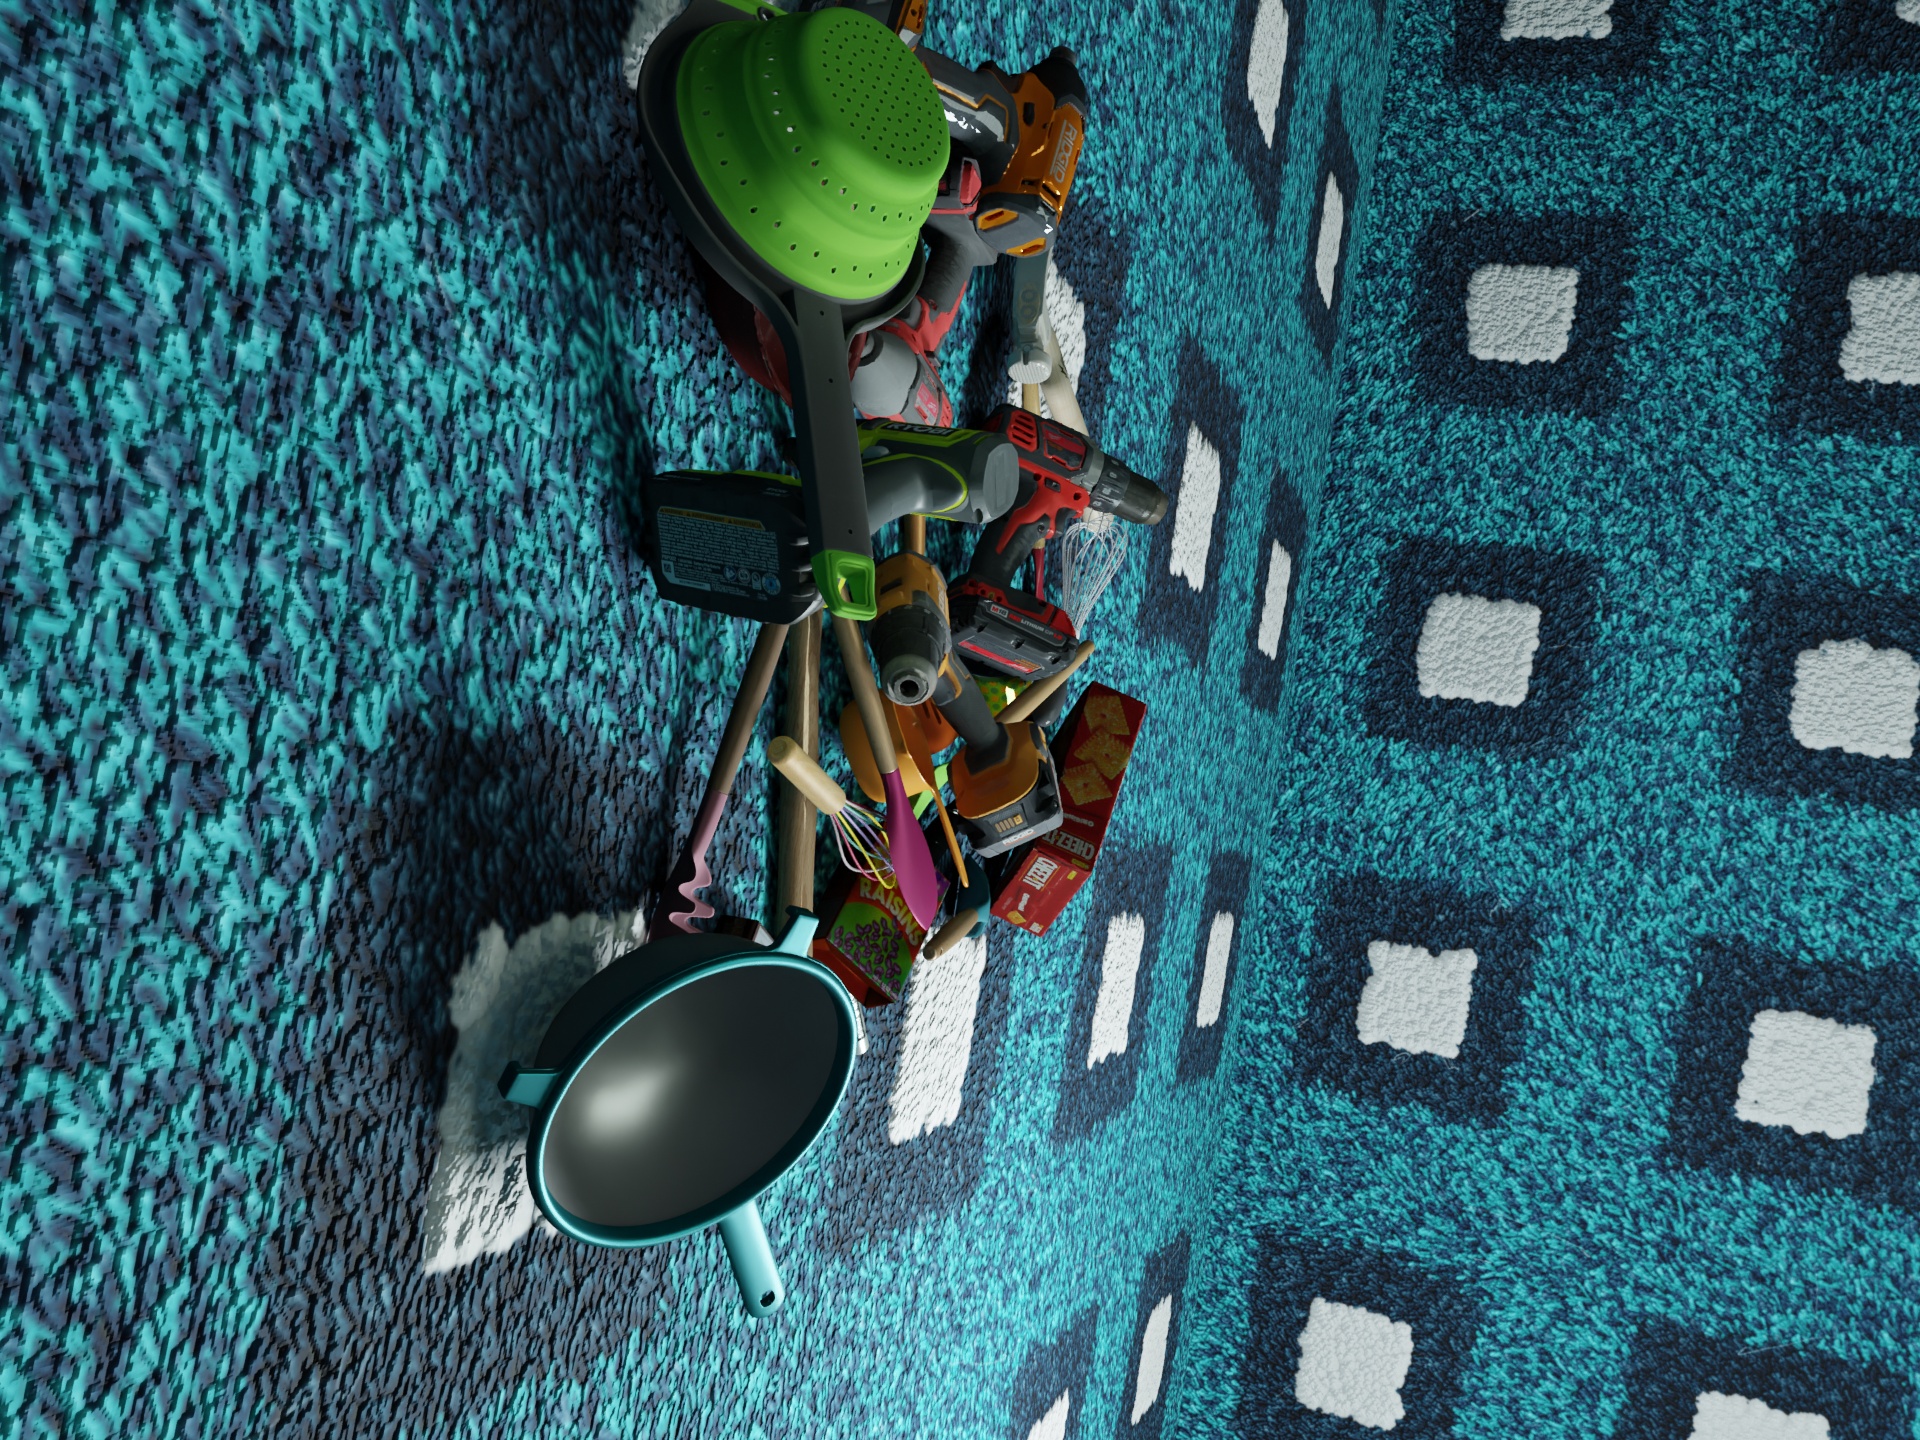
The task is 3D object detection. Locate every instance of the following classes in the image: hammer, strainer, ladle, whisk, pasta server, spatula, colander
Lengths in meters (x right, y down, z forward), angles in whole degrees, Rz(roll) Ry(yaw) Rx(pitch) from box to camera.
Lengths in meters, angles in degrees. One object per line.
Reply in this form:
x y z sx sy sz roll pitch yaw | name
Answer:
-0.001 0.082 1.460 0.409 0.036 0.149 -51 149 -51 | hammer
-0.166 0.250 0.988 0.211 0.095 0.340 -28 134 -23 | strainer
0.076 -0.197 1.573 0.069 0.031 0.315 -63 152 -63 | ladle
-0.084 0.069 1.150 0.047 0.051 0.244 -69 156 -17 | whisk
0.111 -0.106 1.566 0.070 0.070 0.285 73 28 -48 | whisk
-0.115 0.020 1.155 0.130 0.031 0.331 -26 122 -64 | hammer
-0.143 0.023 1.036 0.060 0.040 0.316 71 36 -80 | pasta server
-0.007 0.174 1.380 0.317 0.044 0.082 -8 108 -80 | spatula
-0.062 -0.255 0.886 0.204 0.094 0.397 6 69 -44 | colander
0.108 -0.307 1.571 0.410 0.038 0.146 55 37 -66 | hammer
-0.029 -0.134 1.306 0.081 0.041 0.322 -33 127 -62 | spatula

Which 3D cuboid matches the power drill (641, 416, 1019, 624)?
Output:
-0.089 -0.139 1.000 0.223 0.171 0.080 -36 131 -50 | power drill

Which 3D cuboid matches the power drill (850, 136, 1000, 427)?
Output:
-0.030 -0.323 1.191 0.143 0.078 0.220 40 63 -65 | power drill

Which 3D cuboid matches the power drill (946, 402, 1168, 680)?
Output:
0.084 -0.153 1.418 0.080 0.187 0.227 -21 -129 64 | power drill

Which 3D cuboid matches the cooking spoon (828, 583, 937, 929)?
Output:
-0.058 0.013 1.151 0.069 0.017 0.318 -65 144 -59 | cooking spoon

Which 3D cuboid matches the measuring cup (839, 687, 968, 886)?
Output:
-0.045 0.059 1.245 0.095 0.052 0.173 -72 143 -76 | measuring cup

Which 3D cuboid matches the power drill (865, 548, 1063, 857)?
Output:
-0.002 -0.004 1.218 0.226 0.084 0.185 60 12 -25 | power drill

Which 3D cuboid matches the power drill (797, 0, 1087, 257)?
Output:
0.001 -0.449 1.094 0.226 0.084 0.164 31 66 -38 | power drill

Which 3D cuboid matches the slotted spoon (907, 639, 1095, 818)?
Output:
0.031 0.009 1.397 0.314 0.031 0.070 -41 161 -40 | slotted spoon

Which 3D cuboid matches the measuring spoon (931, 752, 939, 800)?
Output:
-0.028 0.012 1.406 0.042 0.021 0.129 70 25 -56 | measuring spoon
